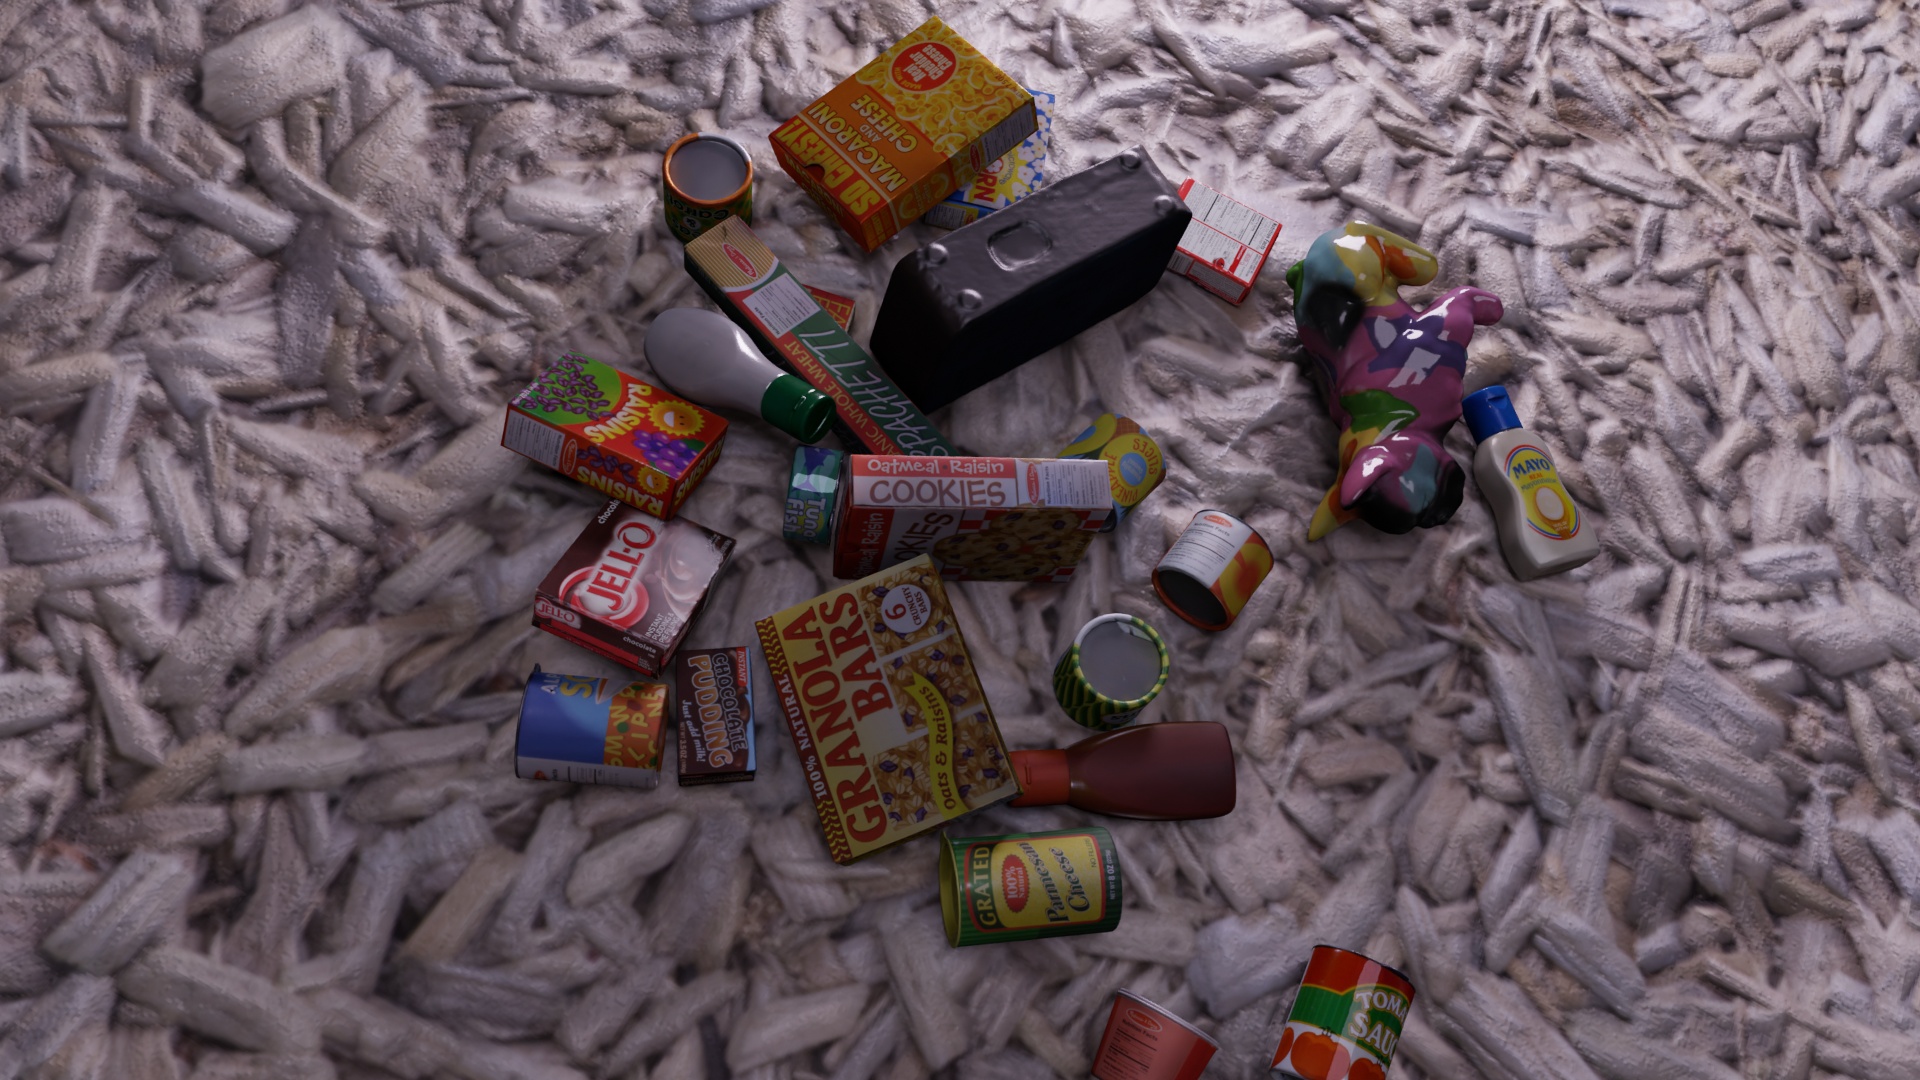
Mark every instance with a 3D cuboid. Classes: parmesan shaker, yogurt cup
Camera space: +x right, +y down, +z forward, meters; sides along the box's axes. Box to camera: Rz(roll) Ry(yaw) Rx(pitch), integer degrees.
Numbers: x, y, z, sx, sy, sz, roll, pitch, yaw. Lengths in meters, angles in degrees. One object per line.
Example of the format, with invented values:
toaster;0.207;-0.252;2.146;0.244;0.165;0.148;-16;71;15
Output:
parmesan shaker;0.042;0.212;0.864;0.103;0.071;0.071;-3;68;-11
yogurt cup;0.114;0.311;0.837;0.072;0.072;0.054;30;74;3

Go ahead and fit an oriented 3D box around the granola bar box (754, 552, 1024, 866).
granola bar box;-0.047;0.108;0.890;0.124;0.039;0.166;-22;71;2

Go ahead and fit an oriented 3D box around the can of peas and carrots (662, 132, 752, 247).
can of peas and carrots;-0.188;-0.257;1.030;0.071;0.058;0.071;3;66;-8

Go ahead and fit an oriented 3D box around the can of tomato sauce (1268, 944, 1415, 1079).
can of tomato sauce;0.237;0.303;0.857;0.071;0.071;0.083;28;66;3

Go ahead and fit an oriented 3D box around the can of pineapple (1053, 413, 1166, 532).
can of pineapple;0.105;-0.048;0.986;0.071;0.070;0.058;44;67;10

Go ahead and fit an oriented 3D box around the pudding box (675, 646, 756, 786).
pudding box;-0.157;0.113;0.892;0.050;0.030;0.084;-1;67;-11

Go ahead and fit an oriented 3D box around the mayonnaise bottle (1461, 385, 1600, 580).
mayonnaise bottle;0.426;-0.046;1.056;0.065;0.041;0.148;-13;70;-13

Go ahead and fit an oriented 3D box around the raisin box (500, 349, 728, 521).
raisin box;-0.231;-0.072;0.936;0.123;0.039;0.086;24;36;2

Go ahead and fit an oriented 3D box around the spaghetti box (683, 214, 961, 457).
spaghetti box;-0.098;-0.126;0.978;0.050;0.028;0.250;-38;79;-23

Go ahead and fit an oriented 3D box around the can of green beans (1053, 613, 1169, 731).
can of green beans;0.101;0.088;0.932;0.071;0.057;0.071;4;67;-8

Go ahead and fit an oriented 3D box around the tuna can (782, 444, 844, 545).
tuna can;-0.100;-0.030;0.942;0.033;0.070;0.071;9;66;-4

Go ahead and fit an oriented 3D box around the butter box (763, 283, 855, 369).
butter box;-0.115;-0.135;1.009;0.053;0.024;0.104;17;66;-3

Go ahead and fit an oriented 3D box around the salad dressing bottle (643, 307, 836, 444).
salad dressing bottle;-0.152;-0.112;0.957;0.148;0.044;0.064;30;81;25

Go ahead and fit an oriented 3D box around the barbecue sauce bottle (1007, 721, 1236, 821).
barbecue sauce bottle;0.104;0.153;0.913;0.149;0.043;0.065;-1;73;-10

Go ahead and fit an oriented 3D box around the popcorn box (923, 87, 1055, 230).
popcorn box;0.023;-0.301;1.098;0.085;0.038;0.127;11;66;-4

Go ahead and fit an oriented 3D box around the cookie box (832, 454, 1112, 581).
cookie box;0.003;-0.012;0.922;0.168;0.122;0.040;1;67;-10

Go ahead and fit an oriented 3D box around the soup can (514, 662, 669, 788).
soup can;-0.226;0.115;0.859;0.084;0.071;0.071;6;66;-8

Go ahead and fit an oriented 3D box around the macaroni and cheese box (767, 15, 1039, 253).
macaroni and cheese box;-0.044;-0.312;1.057;0.167;0.040;0.124;-38;64;-10

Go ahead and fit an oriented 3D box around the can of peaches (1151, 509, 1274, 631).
can of peaches;0.176;0.023;0.971;0.071;0.071;0.058;38;66;7
